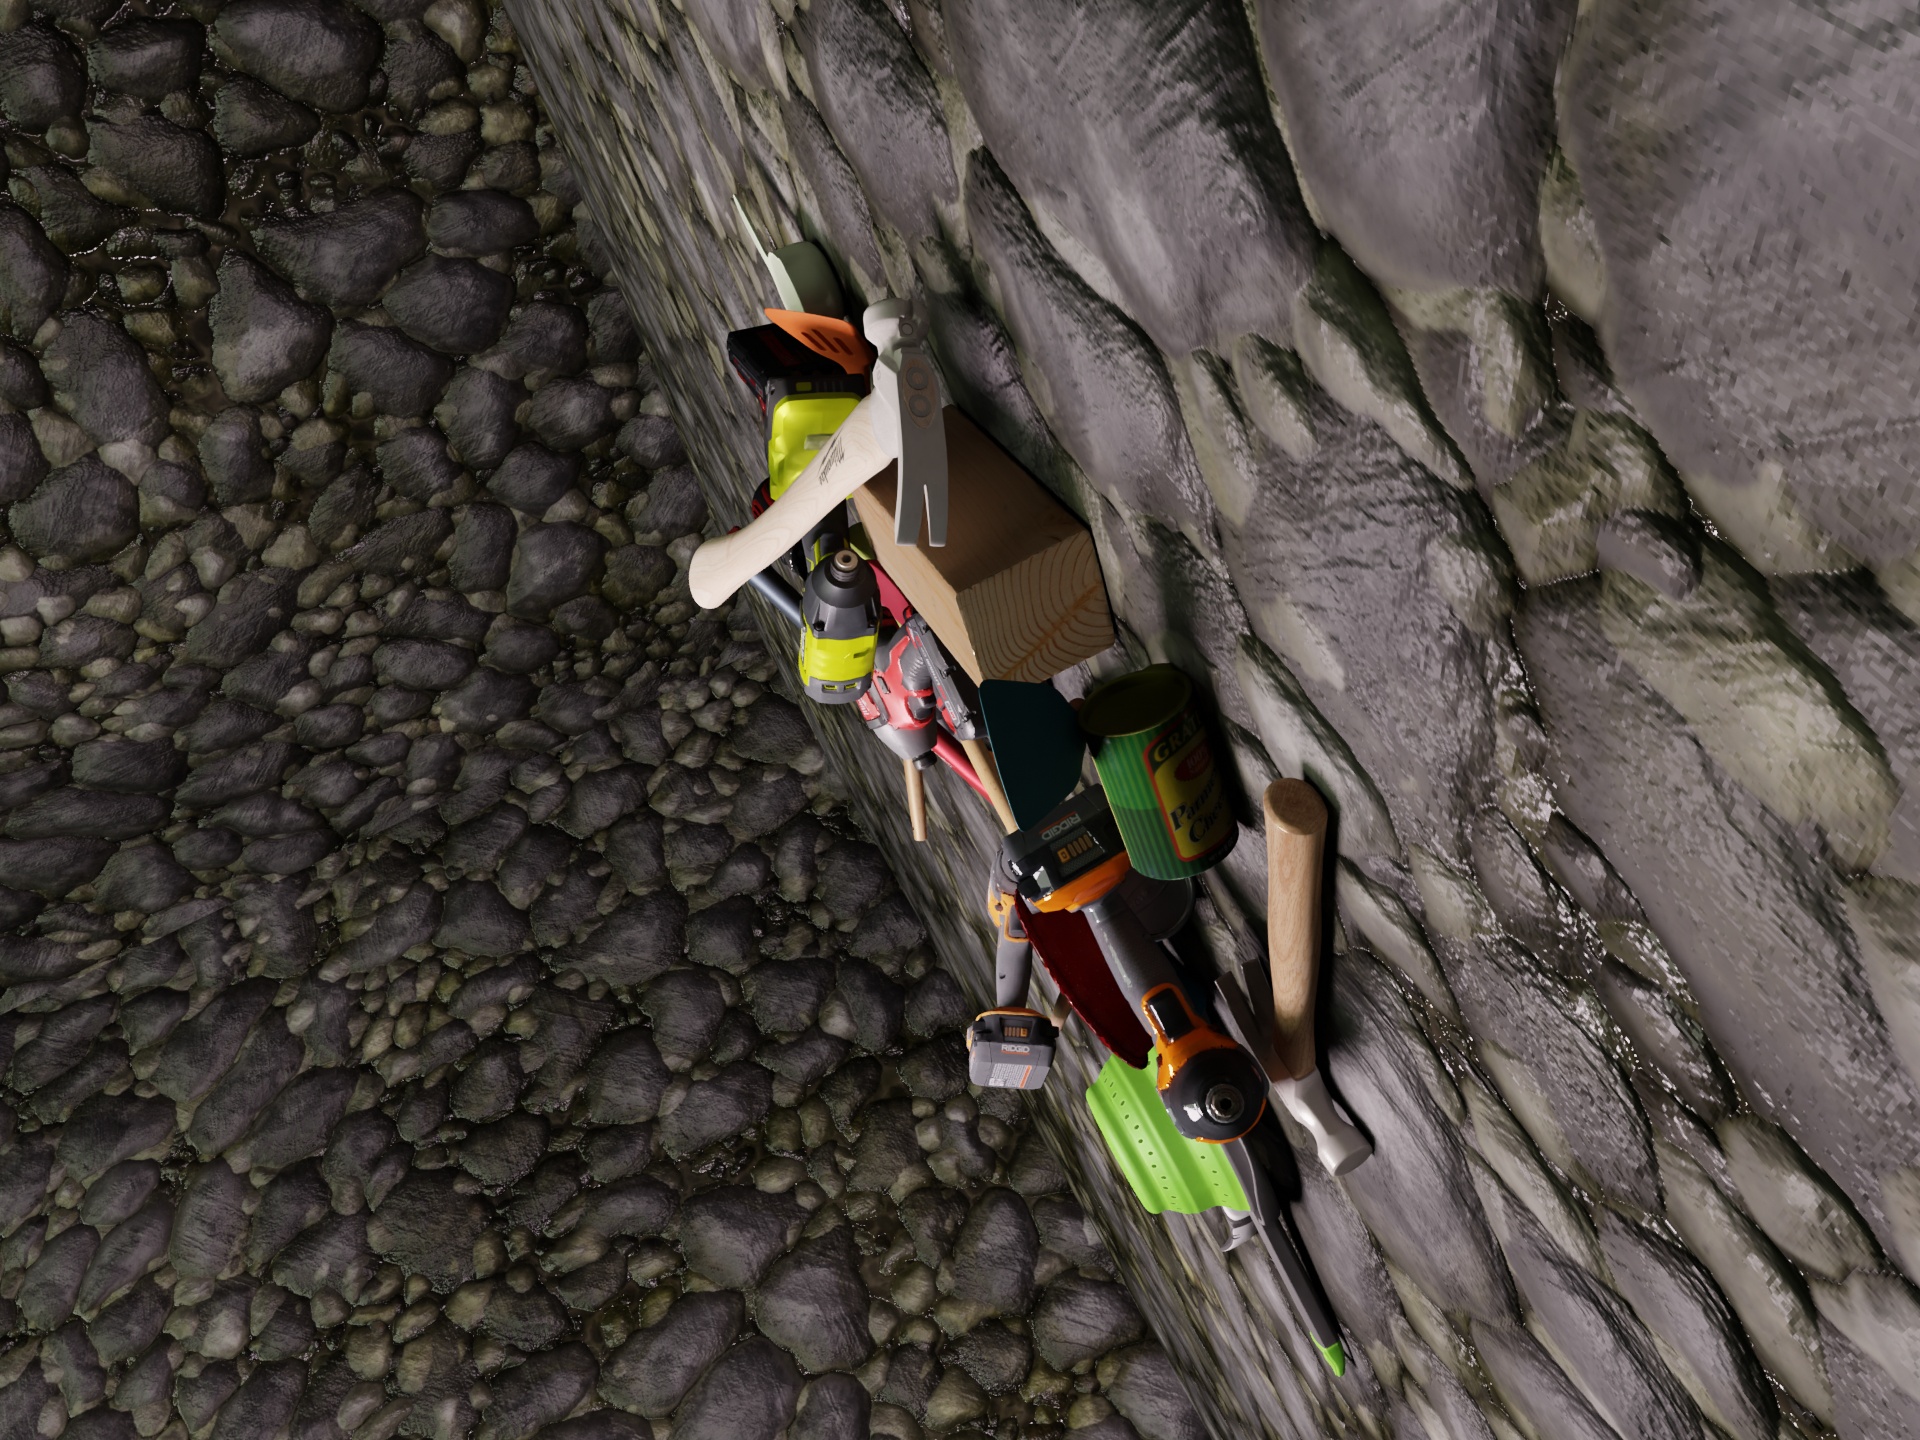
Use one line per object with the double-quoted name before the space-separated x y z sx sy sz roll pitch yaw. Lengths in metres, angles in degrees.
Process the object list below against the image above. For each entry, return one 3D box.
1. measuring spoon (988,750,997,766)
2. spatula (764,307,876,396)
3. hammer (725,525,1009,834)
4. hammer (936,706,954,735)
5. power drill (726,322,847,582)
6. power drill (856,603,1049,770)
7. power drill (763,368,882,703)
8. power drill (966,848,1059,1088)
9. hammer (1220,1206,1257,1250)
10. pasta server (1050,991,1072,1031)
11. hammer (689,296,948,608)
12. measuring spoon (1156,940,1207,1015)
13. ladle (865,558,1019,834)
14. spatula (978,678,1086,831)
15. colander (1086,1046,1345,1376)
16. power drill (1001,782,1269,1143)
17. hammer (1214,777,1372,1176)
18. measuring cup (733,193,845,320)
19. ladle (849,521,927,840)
"measuring spoon" 0.026 0.034 1.624 0.021 0.011 0.117 64 175 -7
"spatula" -0.075 -0.226 1.324 0.081 0.041 0.322 16 149 26
"hammer" -0.073 -0.032 1.448 0.386 0.038 0.143 43 180 -5
"hammer" -0.016 -0.037 1.566 0.144 0.035 0.405 64 171 -6
"power drill" -0.138 -0.222 1.418 0.188 0.080 0.226 -127 27 -44
"power drill" -0.024 -0.032 1.282 0.220 0.078 0.143 -14 102 64
"power drill" -0.099 -0.147 1.201 0.171 0.080 0.223 104 159 -63
"power drill" 0.055 0.227 1.542 0.185 0.084 0.226 97 177 -65
"hammer" 0.183 0.344 1.523 0.337 0.034 0.127 58 169 32
"pasta server" 0.104 0.242 1.517 0.316 0.040 0.060 100 170 -60
"hammer" -0.111 -0.134 1.085 0.410 0.038 0.146 -24 69 62
"measuring spoon" 0.160 0.167 1.214 0.042 0.021 0.129 94 157 -67
"ladle" -0.002 -0.004 1.372 0.315 0.031 0.069 62 166 5
"spatula" 0.057 0.004 0.976 0.317 0.044 0.082 -31 -75 -82
"colander" 0.201 0.394 1.294 0.397 0.094 0.205 62 177 -15
"power drill" 0.113 0.154 0.978 0.226 0.084 0.164 60 180 7
"hammer" 0.187 0.138 0.897 0.130 0.031 0.331 56 168 38
"measuring cup" -0.139 -0.378 1.287 0.168 0.038 0.083 61 171 28
"ladle" -0.067 -0.034 1.534 0.078 0.062 0.320 -138 40 -71
